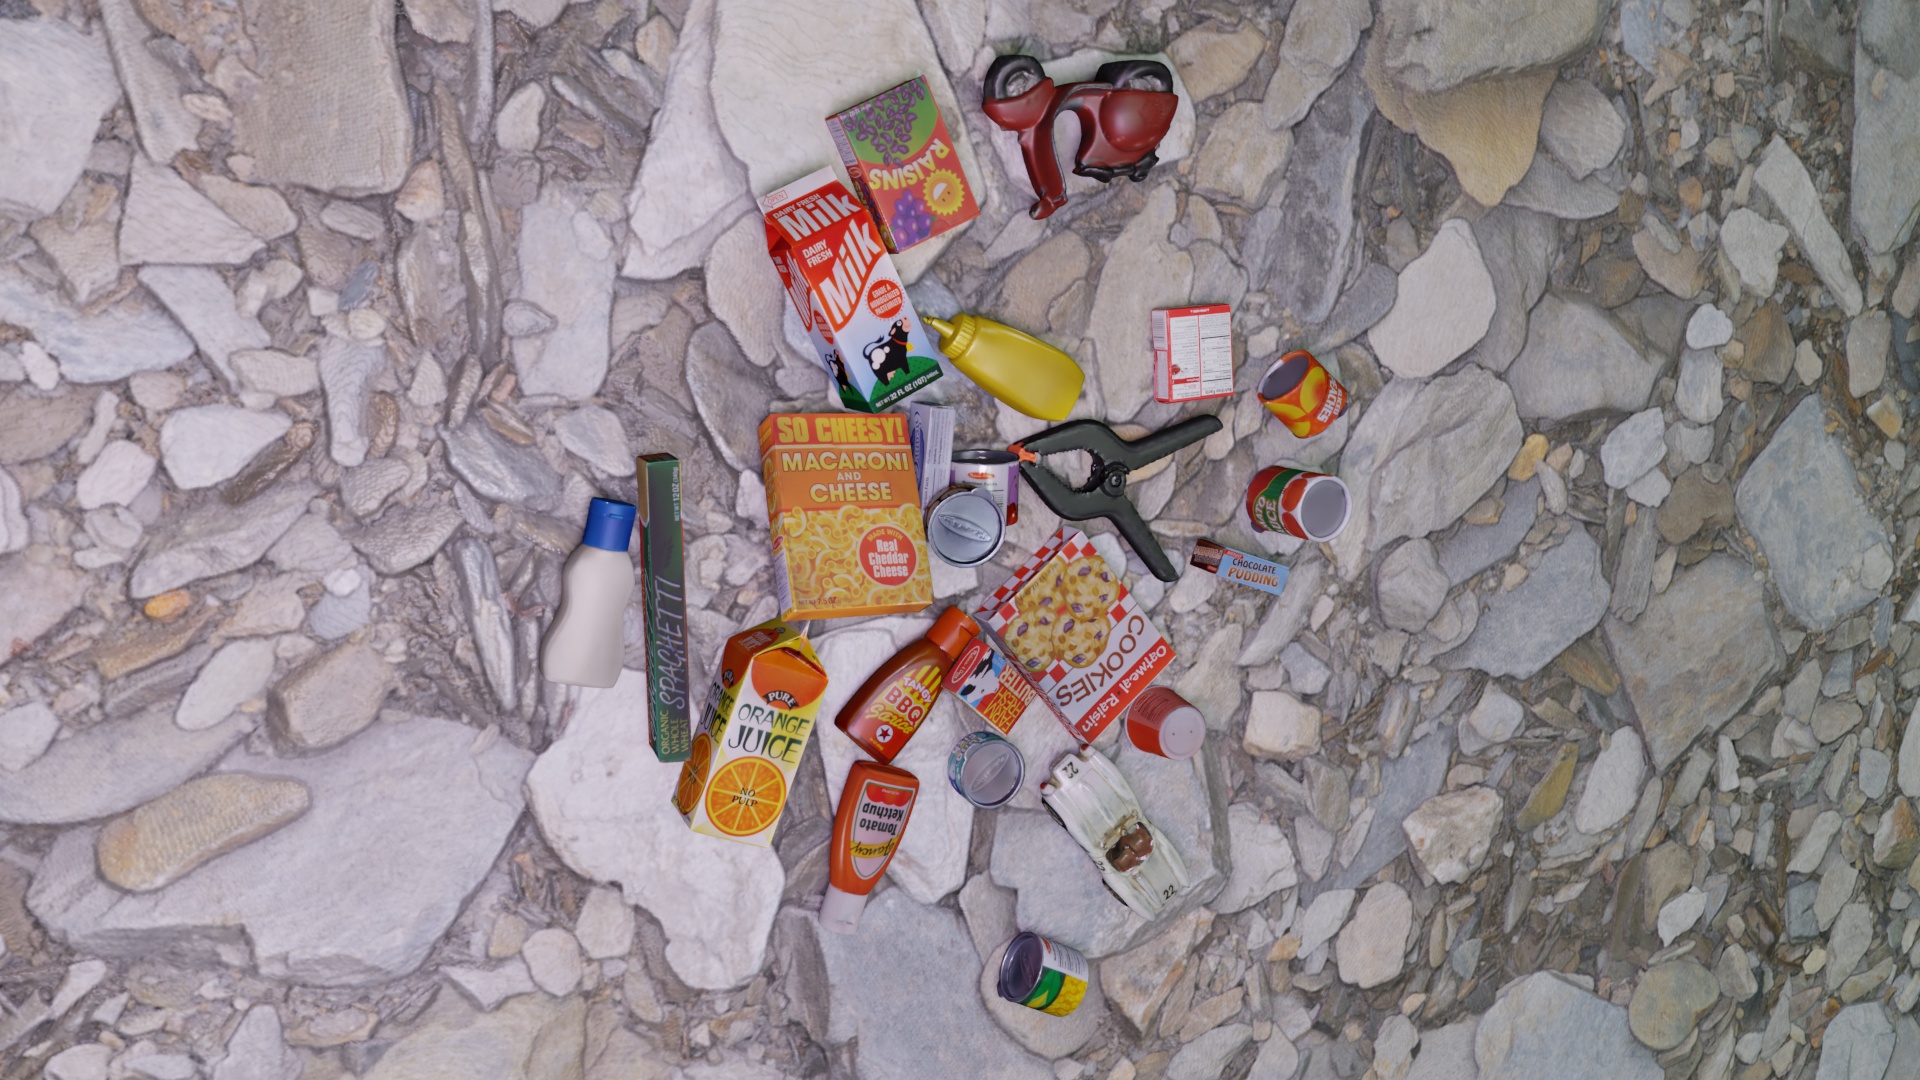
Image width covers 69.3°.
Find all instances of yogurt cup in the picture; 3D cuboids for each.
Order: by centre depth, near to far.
[{"bbox_3d":[0.201,0.179,1.343,0.072,0.054,0.072,-4,100,-24],"label":"yogurt cup"}]

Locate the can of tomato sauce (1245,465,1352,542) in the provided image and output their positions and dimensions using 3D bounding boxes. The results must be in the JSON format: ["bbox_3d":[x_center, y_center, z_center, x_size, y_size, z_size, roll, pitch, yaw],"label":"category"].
[{"bbox_3d":[0.327,-0.035,1.349,0.071,0.083,0.071,-4,100,-24],"label":"can of tomato sauce"}]

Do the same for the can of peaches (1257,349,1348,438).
[{"bbox_3d":[0.331,-0.142,1.341,0.058,0.071,0.071,39,82,-23],"label":"can of peaches"}]

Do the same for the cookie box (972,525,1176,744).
[{"bbox_3d":[0.108,0.089,1.295,0.123,0.040,0.167,-44,112,-12],"label":"cookie box"}]

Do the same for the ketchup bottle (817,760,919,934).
[{"bbox_3d":[-0.087,0.273,1.234,0.065,0.043,0.148,17,92,-26],"label":"ketchup bottle"}]

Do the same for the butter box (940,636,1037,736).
[{"bbox_3d":[0.027,0.133,1.252,0.053,0.024,0.103,-54,140,-9],"label":"butter box"}]

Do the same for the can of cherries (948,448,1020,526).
[{"bbox_3d":[0.019,-0.046,1.218,0.071,0.071,0.058,-6,105,-23],"label":"can of cherries"}]

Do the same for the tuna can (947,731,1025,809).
[{"bbox_3d":[0.022,0.209,1.279,0.071,0.033,0.071,-4,100,-24],"label":"tuna can"}]

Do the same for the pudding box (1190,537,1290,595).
[{"bbox_3d":[0.273,0.025,1.353,0.084,0.050,0.030,17,93,-26],"label":"pudding box"}]

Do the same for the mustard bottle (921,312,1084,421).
[{"bbox_3d":[0.032,-0.161,1.215,0.160,0.049,0.065,27,87,-25],"label":"mustard bottle"}]

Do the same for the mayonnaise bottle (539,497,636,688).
[{"bbox_3d":[-0.290,0.041,1.106,0.065,0.041,0.148,11,93,-27],"label":"mayonnaise bottle"}]

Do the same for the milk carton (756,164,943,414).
[{"bbox_3d":[-0.094,-0.204,1.136,0.072,0.073,0.190,-31,109,-17],"label":"milk carton"}]

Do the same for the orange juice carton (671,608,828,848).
[{"bbox_3d":[-0.170,0.149,1.160,0.073,0.072,0.192,20,90,-26],"label":"orange juice carton"}]

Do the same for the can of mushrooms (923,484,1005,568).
[{"bbox_3d":[0.004,-0.015,1.167,0.071,0.033,0.071,-2,105,-9],"label":"can of mushrooms"}]

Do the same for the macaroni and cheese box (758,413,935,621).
[{"bbox_3d":[-0.096,-0.021,1.148,0.124,0.040,0.167,-2,74,-26],"label":"macaroni and cheese box"}]

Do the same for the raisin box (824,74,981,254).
[{"bbox_3d":[-0.047,-0.312,1.159,0.086,0.040,0.123,-30,110,-18],"label":"raisin box"}]

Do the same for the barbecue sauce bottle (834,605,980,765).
[{"bbox_3d":[-0.042,0.124,1.230,0.149,0.044,0.064,-50,117,-10],"label":"barbecue sauce bottle"}]

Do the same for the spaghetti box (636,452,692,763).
[{"bbox_3d":[-0.240,0.056,1.126,0.029,0.050,0.249,-4,100,-22],"label":"spaghetti box"}]

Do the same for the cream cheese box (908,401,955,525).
[{"bbox_3d":[-0.028,-0.067,1.200,0.024,0.053,0.103,2,98,-23],"label":"cream cheese box"}]

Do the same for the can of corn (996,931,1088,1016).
[{"bbox_3d":[0.078,0.415,1.320,0.058,0.071,0.071,27,87,-26],"label":"can of corn"}]
